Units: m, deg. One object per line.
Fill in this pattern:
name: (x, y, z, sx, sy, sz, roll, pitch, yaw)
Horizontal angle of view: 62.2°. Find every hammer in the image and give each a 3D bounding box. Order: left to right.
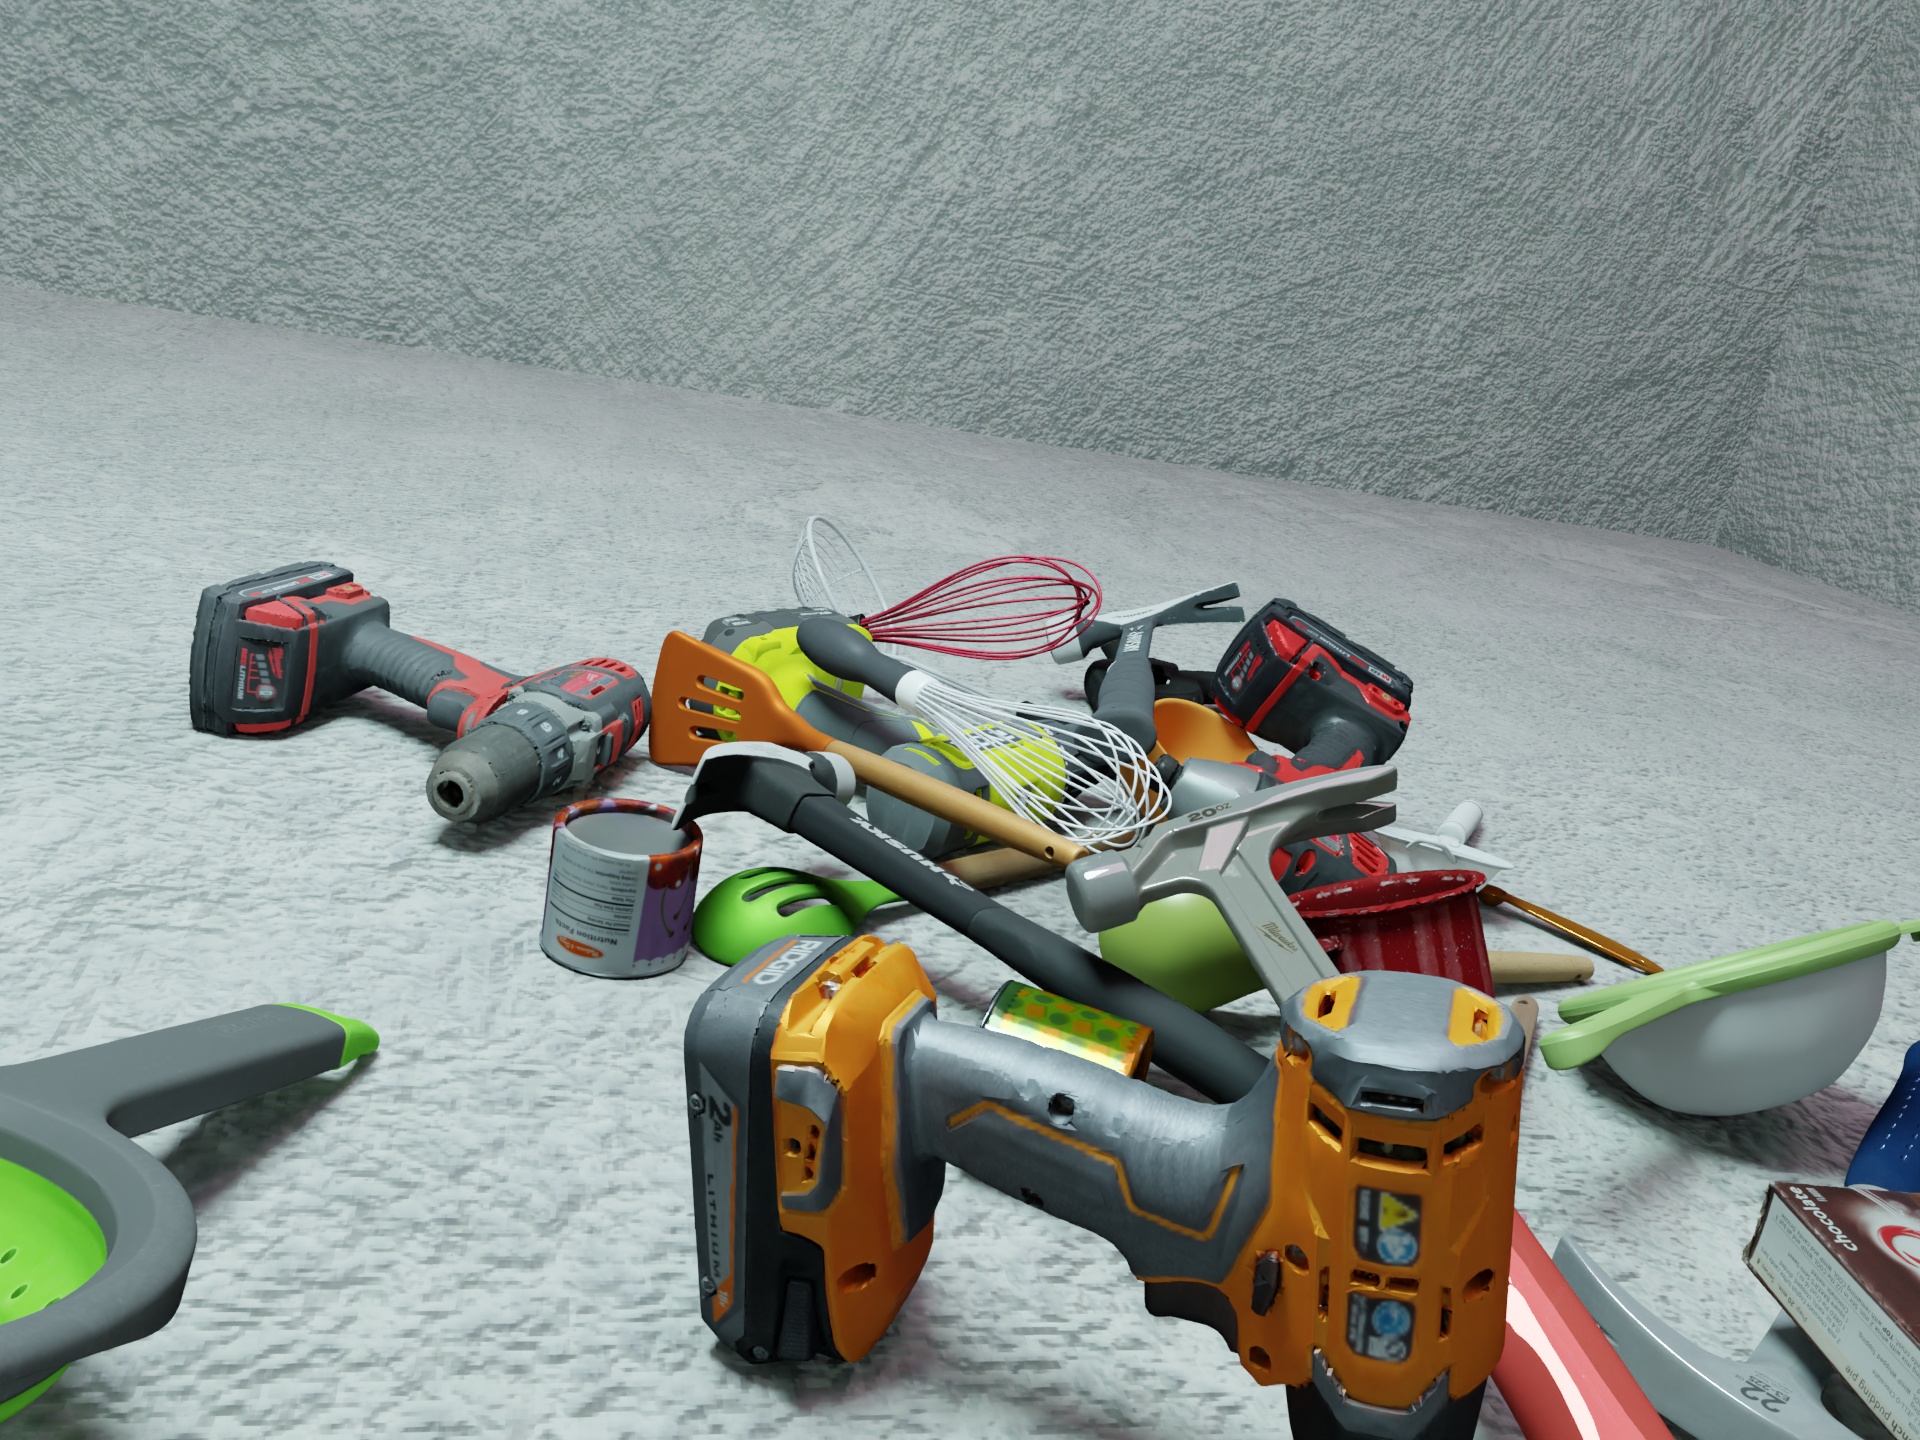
hammer: (0.022, 0.095, 0.690, 0.335, 0.035, 0.146, 29, 9, 24)
hammer: (0.114, -0.035, 1.020, 0.149, 0.036, 0.409, -13, 11, 10)
hammer: (0.161, 0.141, 0.538, 0.149, 0.036, 0.359, -16, 36, -8)
hammer: (0.370, 0.200, 0.655, 0.144, 0.035, 0.405, 23, 21, 35)

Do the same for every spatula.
spatula: (-0.059, 0.024, 0.837, 0.041, 0.081, 0.323, 0, 14, -44)

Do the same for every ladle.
ladle: (0.207, 0.114, 0.804, 0.320, 0.078, 0.062, 6, 41, -32)

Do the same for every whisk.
whisk: (-0.048, -0.065, 1.096, 0.296, 0.073, 0.073, -8, 13, 14)
whisk: (0.000, -0.003, 0.846, 0.070, 0.070, 0.285, -5, 24, -42)

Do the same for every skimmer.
skimmer: (0.012, -0.052, 1.157, 0.364, 0.090, 0.127, 26, -9, 34)

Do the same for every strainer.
strainer: (0.311, 0.078, 1.010, 0.087, 0.050, 0.258, 17, 12, 22)
strainer: (0.324, 0.144, 0.694, 0.256, 0.069, 0.151, -3, -18, -46)

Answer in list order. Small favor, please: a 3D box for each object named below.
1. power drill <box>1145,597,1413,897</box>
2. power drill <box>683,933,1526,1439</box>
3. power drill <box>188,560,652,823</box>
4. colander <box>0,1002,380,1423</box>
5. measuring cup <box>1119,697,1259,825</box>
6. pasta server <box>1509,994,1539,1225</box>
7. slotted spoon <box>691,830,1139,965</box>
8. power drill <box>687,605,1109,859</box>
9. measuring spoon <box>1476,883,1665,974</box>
power drill: (0.188, 0.024, 0.926, 0.143, 0.078, 0.220, 32, 36, -1)
power drill: (0.039, 0.148, 0.459, 0.226, 0.164, 0.084, 3, 14, 20)
power drill: (-0.300, -0.010, 0.863, 0.227, 0.080, 0.188, 16, 18, 8)
colander: (-0.264, 0.141, 0.402, 0.204, 0.094, 0.397, 13, -1, 8)
measuring cup: (0.171, 0.062, 0.977, 0.174, 0.052, 0.095, 45, 35, 18)
pasta server: (0.220, 0.166, 0.670, 0.060, 0.040, 0.316, 6, 13, 25)
slotted spoon: (-0.005, 0.080, 0.828, 0.313, 0.031, 0.070, -6, 30, -47)
power drill: (-0.035, 0.004, 0.974, 0.229, 0.080, 0.190, 26, 23, 32)
measuring spoon: (0.357, 0.125, 0.938, 0.117, 0.011, 0.021, 27, 21, 34)
